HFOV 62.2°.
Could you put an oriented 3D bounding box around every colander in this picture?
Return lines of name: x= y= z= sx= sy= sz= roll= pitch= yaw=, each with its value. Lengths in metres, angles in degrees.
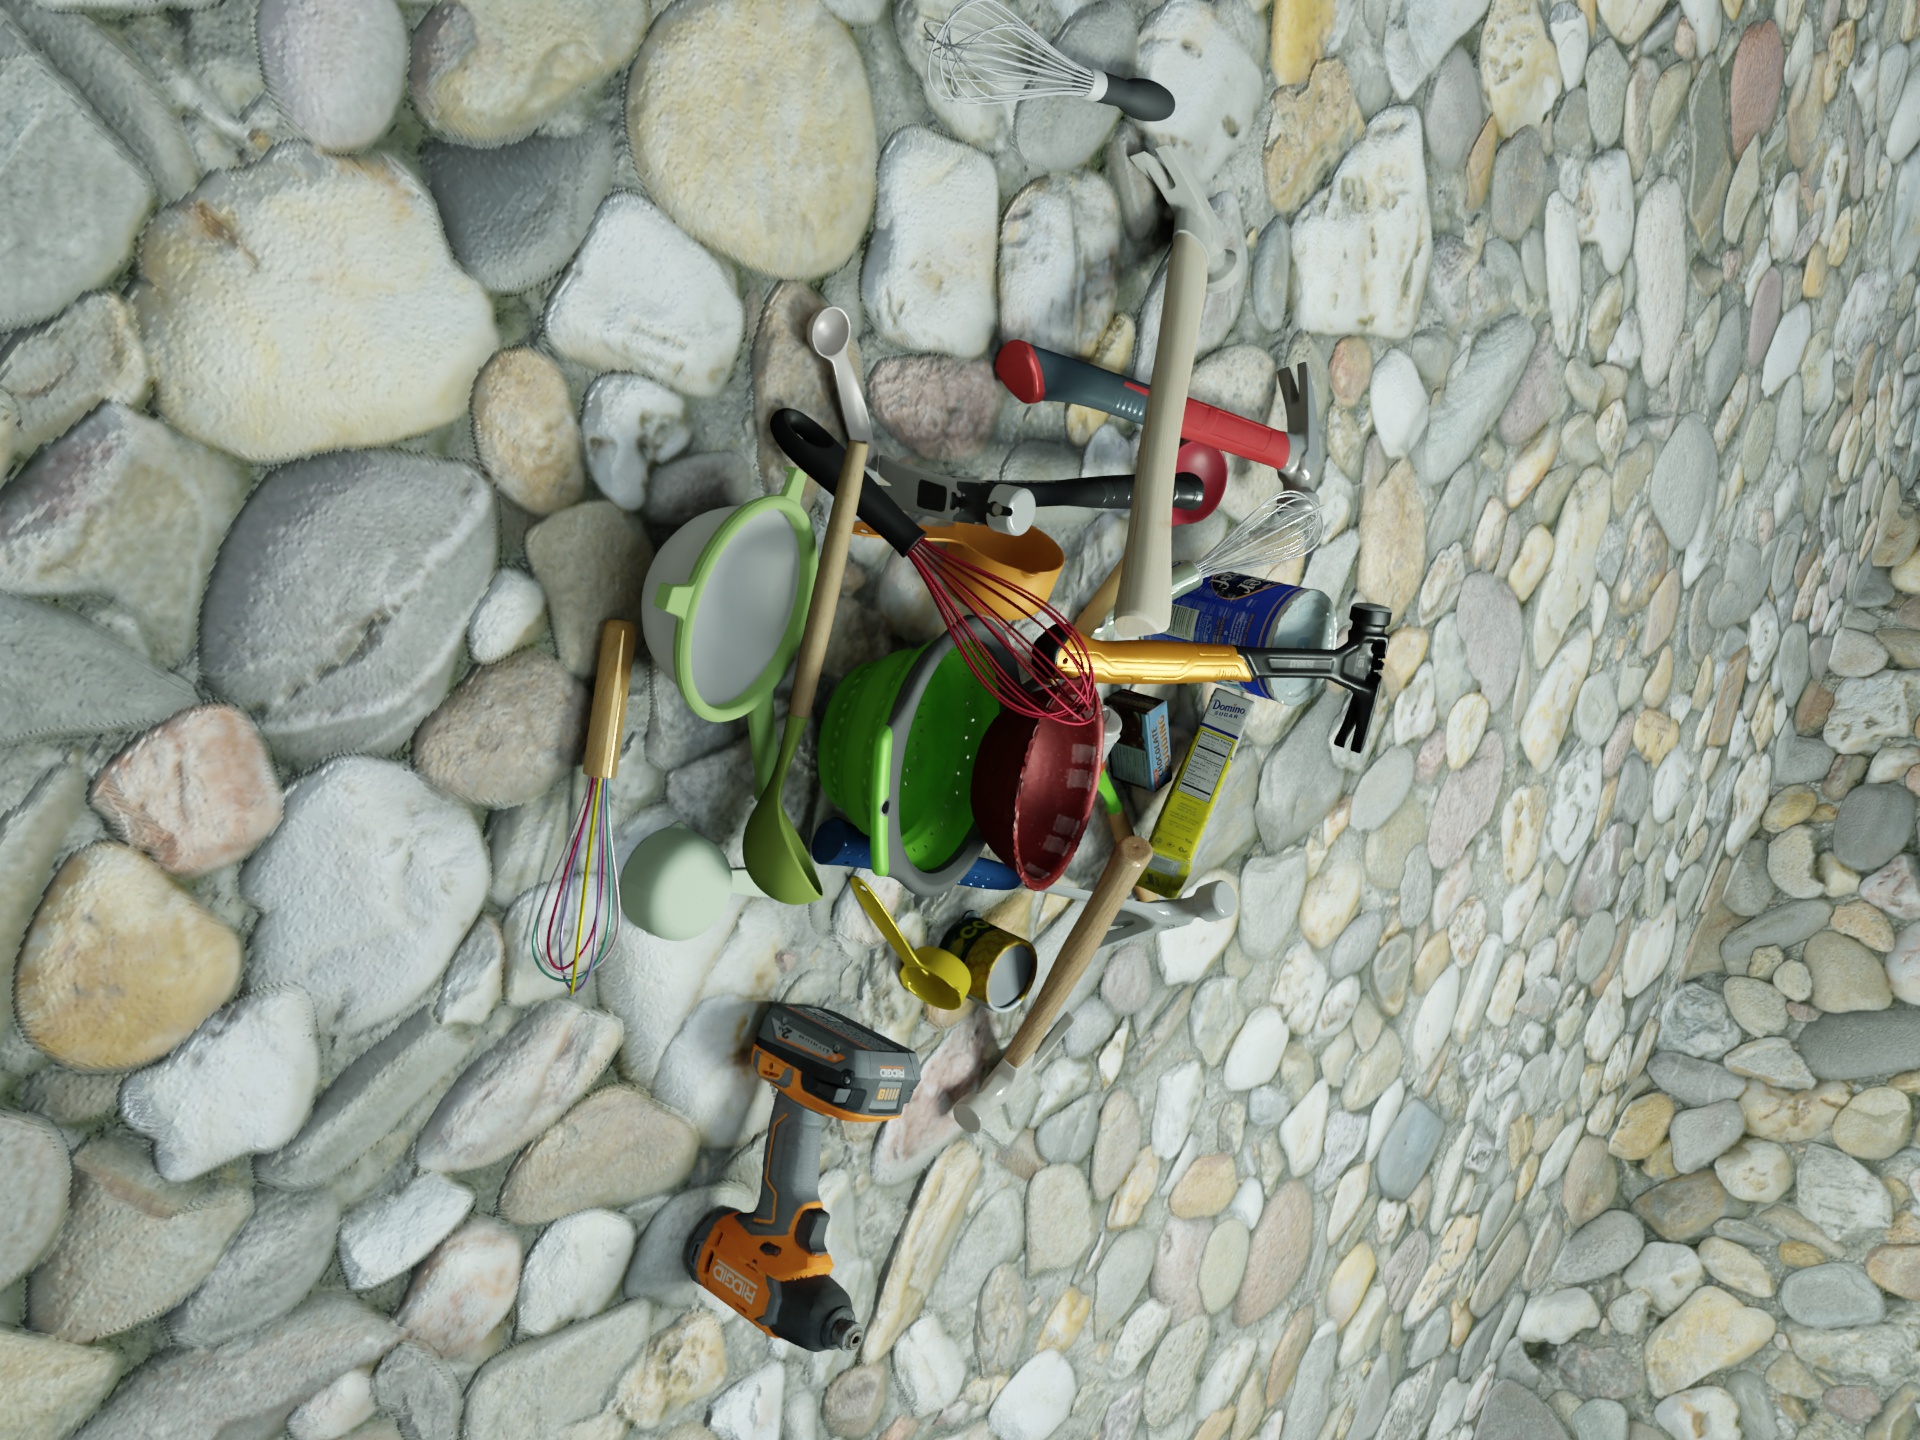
colander: x=-0.002 y=-0.004 z=1.223 sx=0.397 sy=0.094 sz=0.204 roll=-31 pitch=128 yaw=-58

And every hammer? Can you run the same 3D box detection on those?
hammer: x=0.081 y=-0.173 z=1.207 sx=0.334 sy=0.146 sz=0.035 roll=-11 pitch=113 yaw=-50
hammer: x=0.205 y=-0.039 z=1.274 sx=0.336 sy=0.034 sz=0.127 roll=1 pitch=104 yaw=-29
hammer: x=0.046 y=0.135 z=1.310 sx=0.405 sy=0.144 sz=0.035 roll=16 pitch=61 yaw=-40
hammer: x=0.152 y=-0.247 z=1.203 sx=0.146 sy=0.038 sz=0.411 roll=43 pitch=49 yaw=-44
hammer: x=0.086 y=0.212 z=1.318 sx=0.130 sy=0.031 sz=0.331 roll=-35 pitch=156 yaw=-45
hammer: x=0.177 y=-0.270 z=1.324 sx=0.386 sy=0.038 sz=0.143 roll=7 pitch=78 yaw=-43

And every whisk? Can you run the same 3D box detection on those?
whisk: x=0.075 y=-0.465 z=1.146 sx=0.284 sy=0.070 sz=0.070 roll=-12 pitch=113 yaw=-49
whisk: x=-0.017 y=-0.104 z=1.064 sx=0.296 sy=0.073 sz=0.073 roll=44 pitch=65 yaw=-1
whisk: x=-0.237 y=0.056 z=1.024 sx=0.047 sy=0.051 sz=0.245 roll=-9 pitch=108 yaw=-74
whisk: x=0.207 y=-0.130 z=1.363 sx=0.246 sy=0.059 sz=0.058 roll=-27 pitch=91 yaw=-9

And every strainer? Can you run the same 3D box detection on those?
strainer: x=-0.158 y=-0.042 z=1.059 sx=0.151 sy=0.069 sz=0.256 roll=-52 pitch=155 yaw=-38

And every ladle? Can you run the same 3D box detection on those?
ladle: x=0.144 y=-0.132 z=1.319 sx=0.069 sy=0.031 sz=0.315 roll=57 pitch=50 yaw=-25
ladle: x=-0.091 y=-0.027 z=1.065 sx=0.062 sy=0.078 sz=0.320 roll=11 pitch=104 yaw=-13

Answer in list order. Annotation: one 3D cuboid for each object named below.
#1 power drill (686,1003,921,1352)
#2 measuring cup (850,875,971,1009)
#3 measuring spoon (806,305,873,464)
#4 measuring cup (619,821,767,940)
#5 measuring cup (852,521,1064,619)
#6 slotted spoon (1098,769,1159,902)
power drill: x=-0.107 y=0.340 z=1.169 sx=0.084 sy=0.164 sz=0.226 roll=17 pitch=90 yaw=-48
measuring cup: x=-0.041 y=0.171 z=1.268 sx=0.029 sy=0.062 sz=0.156 roll=-54 pitch=126 yaw=-35
measuring spoon: x=-0.083 y=-0.230 z=1.098 sx=0.034 sy=0.018 sz=0.124 roll=-43 pitch=138 yaw=-28
measuring cup: x=-0.160 y=0.119 z=1.121 sx=0.167 sy=0.038 sz=0.083 roll=9 pitch=98 yaw=-46
measuring cup: x=-0.009 y=-0.116 z=1.182 sx=0.173 sy=0.095 sz=0.052 roll=3 pitch=126 yaw=-25
slotted spoon: x=0.145 y=0.097 z=1.439 sx=0.313 sy=0.031 sz=0.070 roll=65 pitch=28 yaw=-43
